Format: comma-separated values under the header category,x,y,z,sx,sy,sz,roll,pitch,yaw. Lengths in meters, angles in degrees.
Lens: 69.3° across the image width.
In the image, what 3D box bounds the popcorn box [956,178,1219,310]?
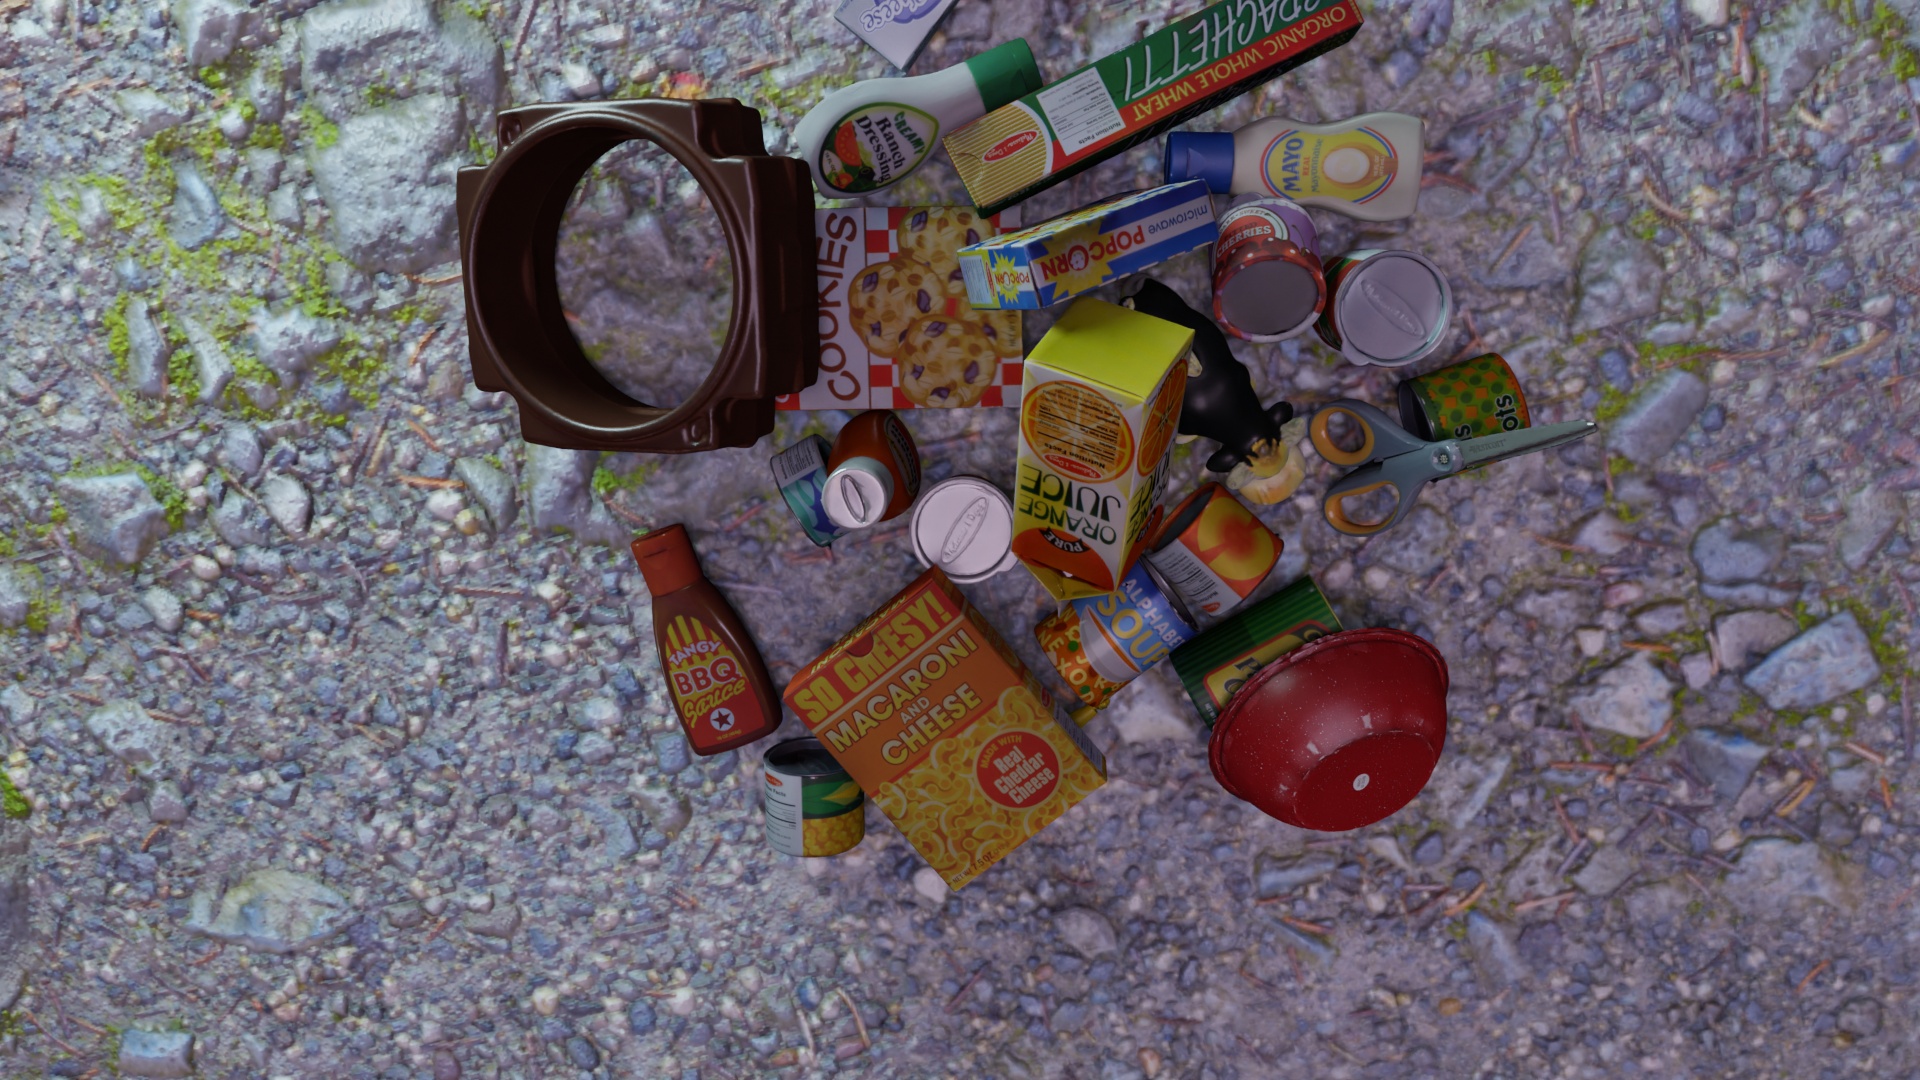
category,x,y,z,sx,sy,sz,roll,pitch,yaw
popcorn box,0.073,-0.170,0.801,0.127,0.085,0.038,-24,108,-21

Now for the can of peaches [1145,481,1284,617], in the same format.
category,x,y,z,sx,sy,sz,roll,pitch,yaw
can of peaches,0.159,0.003,0.870,0.058,0.071,0.071,41,101,-6

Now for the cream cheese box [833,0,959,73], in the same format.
category,x,y,z,sx,sy,sz,roll,pitch,yaw
cream cheese box,-0.023,-0.336,0.825,0.053,0.024,0.103,38,101,-7

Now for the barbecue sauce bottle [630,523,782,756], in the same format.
category,x,y,z,sx,sy,sz,roll,pitch,yaw
barbecue sauce bottle,-0.170,0.063,0.906,0.065,0.044,0.148,-19,100,8

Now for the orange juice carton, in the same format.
category,x,y,z,sx,sy,sz,roll,pitch,yaw
orange juice carton,0.079,-0.040,0.815,0.073,0.072,0.191,22,139,19

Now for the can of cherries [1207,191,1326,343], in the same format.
category,x,y,z,sx,sy,sz,roll,pitch,yaw
can of cherries,0.179,-0.161,0.820,0.071,0.059,0.071,3,138,3

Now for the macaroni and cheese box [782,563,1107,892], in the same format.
category,x,y,z,sx,sy,sz,roll,pitch,yaw
macaroni and cheese box,-0.009,0.117,0.859,0.123,0.040,0.166,-39,98,12

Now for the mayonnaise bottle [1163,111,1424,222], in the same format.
category,x,y,z,sx,sy,sz,roll,pitch,yaw
mayonnaise bottle,0.198,-0.224,0.831,0.148,0.041,0.064,2,105,1

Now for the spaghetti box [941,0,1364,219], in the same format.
category,x,y,z,sx,sy,sz,roll,pitch,yaw
spaghetti box,0.112,-0.265,0.812,0.250,0.028,0.050,-26,86,0

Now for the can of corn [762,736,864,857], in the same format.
category,x,y,z,sx,sy,sz,roll,pitch,yaw
can of corn,-0.094,0.168,0.915,0.071,0.071,0.058,1,103,2

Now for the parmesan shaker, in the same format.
category,x,y,z,sx,sy,sz,roll,pitch,yaw
parmesan shaker,0.194,0.077,0.884,0.103,0.071,0.071,-31,99,9

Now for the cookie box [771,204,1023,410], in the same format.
category,x,y,z,sx,sy,sz,roll,pitch,yaw
cookie box,-0.045,-0.144,0.859,0.167,0.040,0.122,-1,101,2

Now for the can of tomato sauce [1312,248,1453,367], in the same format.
category,x,y,z,sx,sy,sz,roll,pitch,yaw
can of tomato sauce,0.246,-0.138,0.826,0.071,0.083,0.071,1,103,2

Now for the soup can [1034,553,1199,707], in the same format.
category,x,y,z,sx,sy,sz,roll,pitch,yaw
soup can,0.099,0.057,0.879,0.083,0.071,0.071,-38,98,10

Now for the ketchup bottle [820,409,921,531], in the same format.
category,x,y,z,sx,sy,sz,roll,pitch,yaw
ketchup bottle,-0.054,-0.038,0.826,0.043,0.149,0.064,-20,101,8

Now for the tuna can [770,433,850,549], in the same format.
category,x,y,z,sx,sy,sz,roll,pitch,yaw
tuna can,-0.087,-0.030,0.872,0.033,0.071,0.071,-29,100,8

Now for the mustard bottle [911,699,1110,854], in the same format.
category,x,y,z,sx,sy,sz,roll,pitch,yaw
mustard bottle,0.031,0.148,0.913,0.160,0.049,0.065,-36,100,9

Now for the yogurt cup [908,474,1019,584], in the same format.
category,x,y,z,sx,sy,sz,roll,pitch,yaw
yogurt cup,0.003,-0.011,0.878,0.072,0.054,0.072,0,102,2

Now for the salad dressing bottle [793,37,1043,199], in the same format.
category,x,y,z,sx,sy,sz,roll,pitch,yaw
salad dressing bottle,-0.024,-0.254,0.829,0.148,0.044,0.064,-24,130,2

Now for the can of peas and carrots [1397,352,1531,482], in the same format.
category,x,y,z,sx,sy,sz,roll,pitch,yaw
can of peas and carrots,0.306,-0.074,0.844,0.059,0.071,0.071,-18,101,5
